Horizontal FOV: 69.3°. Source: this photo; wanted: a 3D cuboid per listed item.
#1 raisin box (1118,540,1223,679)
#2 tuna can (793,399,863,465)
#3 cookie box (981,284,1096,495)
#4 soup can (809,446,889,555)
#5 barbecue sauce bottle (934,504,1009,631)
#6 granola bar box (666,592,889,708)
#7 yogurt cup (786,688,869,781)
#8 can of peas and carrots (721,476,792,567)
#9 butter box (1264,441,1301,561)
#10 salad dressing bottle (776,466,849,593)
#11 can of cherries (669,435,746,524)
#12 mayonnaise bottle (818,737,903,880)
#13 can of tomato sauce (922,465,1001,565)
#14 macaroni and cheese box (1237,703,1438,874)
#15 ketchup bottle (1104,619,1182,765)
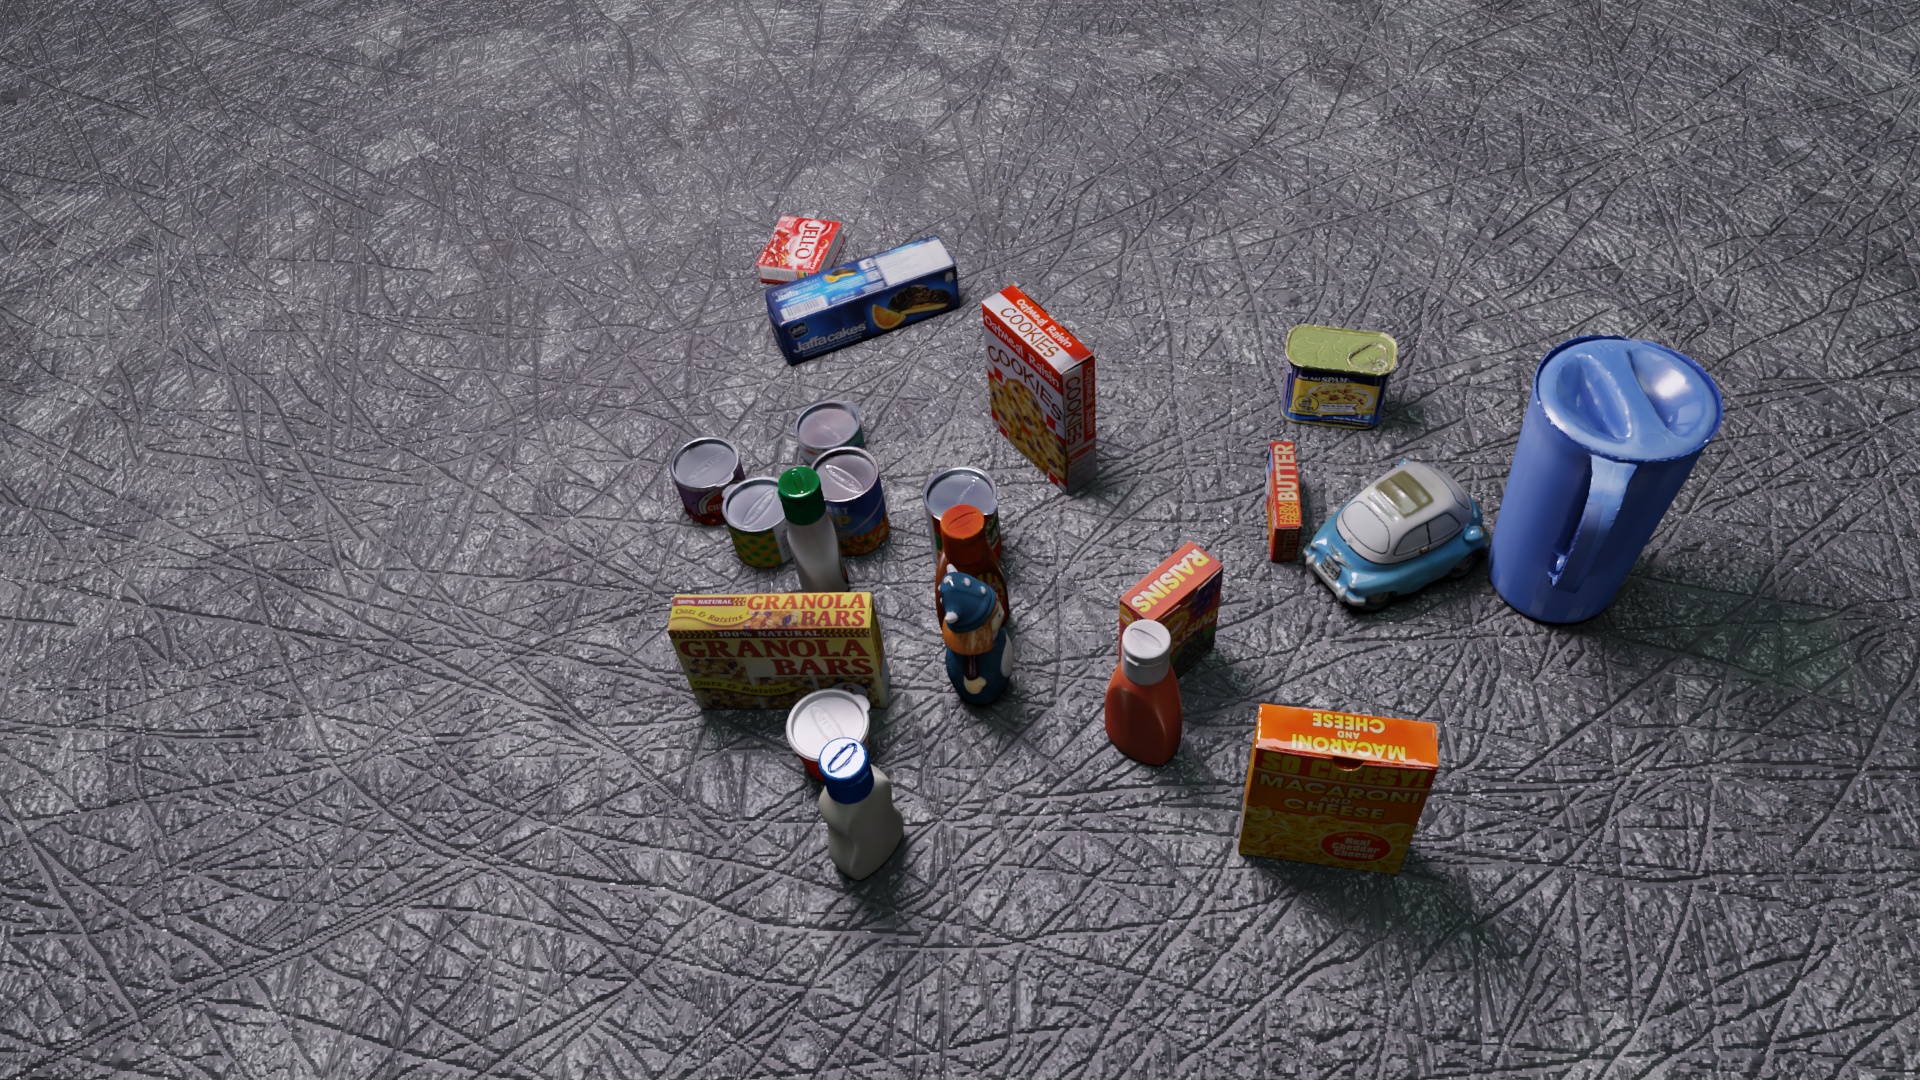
[{"bbox_3d":[0.173,0.070,1.151,0.086,0.122,0.040,-36,57,-21],"label":"raisin box"},{"bbox_3d":[-0.128,-0.106,1.380,0.071,0.032,0.071,-3,51,4],"label":"tuna can"},{"bbox_3d":[0.075,-0.140,1.300,0.040,0.166,0.123,-31,55,-18],"label":"cookie box"},{"bbox_3d":[-0.105,-0.034,1.287,0.071,0.083,0.072,-3,51,4],"label":"soup can"},{"bbox_3d":[0.007,0.029,1.185,0.065,0.147,0.044,-29,54,-16],"label":"barbecue sauce bottle"},{"bbox_3d":[-0.148,0.093,1.164,0.165,0.123,0.039,-1,52,5],"label":"granola bar box"},{"bbox_3d":[-0.106,0.164,1.148,0.072,0.053,0.073,-3,51,4],"label":"yogurt cup"},{"bbox_3d":[-0.186,-0.018,1.298,0.071,0.058,0.071,-3,51,4],"label":"can of peas and carrots"},{"bbox_3d":[0.294,-0.036,1.268,0.024,0.052,0.104,1,52,7],"label":"butter box"},{"bbox_3d":[-0.131,-0.004,1.225,0.044,0.147,0.064,-18,52,-9],"label":"salad dressing bottle"},{"bbox_3d":[-0.239,-0.056,1.334,0.071,0.058,0.072,-3,51,4],"label":"can of cherries"},{"bbox_3d":[-0.079,0.201,1.056,0.041,0.147,0.065,30,61,26],"label":"mayonnaise bottle"},{"bbox_3d":[0.005,-0.016,1.262,0.071,0.082,0.071,-3,51,4],"label":"can of tomato sauce"},{"bbox_3d":[0.273,0.186,1.021,0.124,0.165,0.040,5,53,10],"label":"macaroni and cheese box"},{"bbox_3d":[0.145,0.120,1.098,0.065,0.148,0.044,30,60,26],"label":"ketchup bottle"}]
